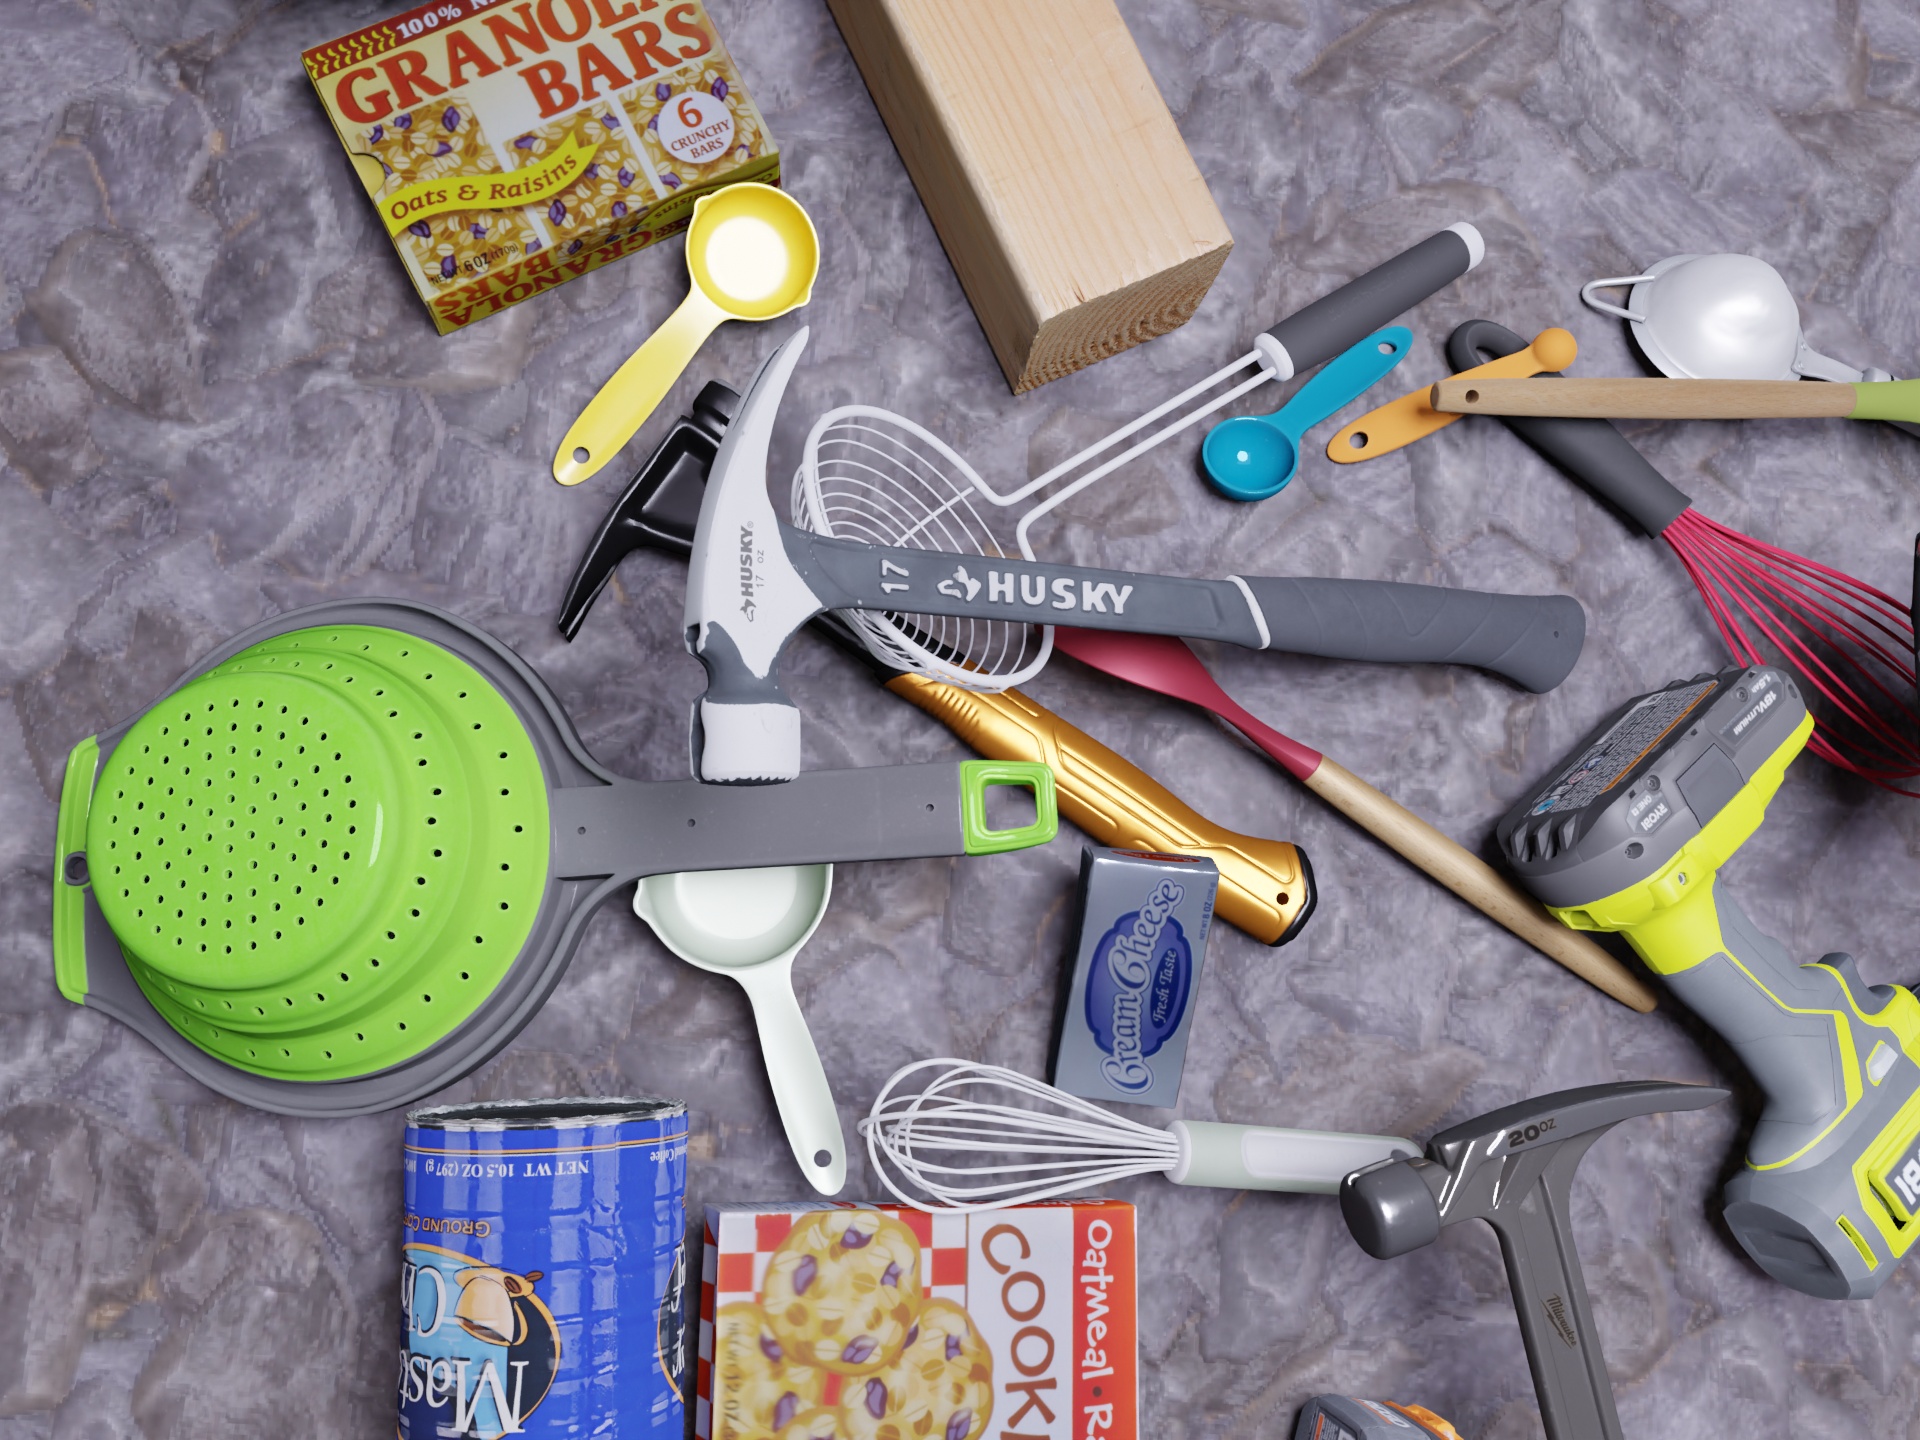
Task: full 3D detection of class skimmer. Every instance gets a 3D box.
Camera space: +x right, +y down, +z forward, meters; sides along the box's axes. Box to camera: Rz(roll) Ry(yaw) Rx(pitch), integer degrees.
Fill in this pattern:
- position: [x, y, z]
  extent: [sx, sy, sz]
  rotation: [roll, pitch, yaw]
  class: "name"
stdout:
- position: [0.094, -0.133, 0.650]
  extent: [0.363, 0.090, 0.127]
  rotation: [-32, 86, -17]
  class: "skimmer"

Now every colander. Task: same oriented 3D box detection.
- position: [-0.163, 0.038, 0.581]
  extent: [0.397, 0.094, 0.204]
  rotation: [-4, 79, 3]
  class: "colander"

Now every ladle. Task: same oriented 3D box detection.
- position: [0.169, 0.036, 0.674]
  extent: [0.315, 0.069, 0.031]
  rotation: [34, 108, -5]
  class: "ladle"
- position: [0.363, -0.138, 0.683]
  extent: [0.320, 0.062, 0.078]
  rotation: [0, 101, -5]
  class: "ladle"

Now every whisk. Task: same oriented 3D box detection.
- position: [0.078, 0.168, 0.624]
  extent: [0.246, 0.059, 0.058]
  rotation: [9, 63, -18]
  class: "whisk"
- position: [0.331, -0.076, 0.705]
  extent: [0.073, 0.073, 0.296]
  rotation: [-44, 81, -11]
  class: "whisk"

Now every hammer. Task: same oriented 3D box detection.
- position: [-0.001, -0.002, 0.667]
  extent: [0.337, 0.034, 0.127]
  rotation: [33, 78, 0]
  class: "hammer"
- position: [0.244, 0.314, 0.561]
  extent: [0.149, 0.037, 0.359]
  rotation: [-12, 86, -15]
  class: "hammer"
- position: [0.092, -0.047, 0.605]
  extent: [0.408, 0.036, 0.149]
  rotation: [2, 84, -30]
  class: "hammer"

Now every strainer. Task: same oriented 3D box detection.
- position: [0.415, -0.159, 0.734]
  extent: [0.258, 0.050, 0.087]
  rotation: [23, 65, -5]
  class: "strainer"

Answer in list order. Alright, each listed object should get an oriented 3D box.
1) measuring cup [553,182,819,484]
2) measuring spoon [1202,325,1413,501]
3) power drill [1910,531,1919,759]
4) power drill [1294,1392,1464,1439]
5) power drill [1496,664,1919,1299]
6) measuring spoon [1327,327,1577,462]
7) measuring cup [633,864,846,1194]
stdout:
- position: [-0.123, -0.164, 0.688]
  extent: [0.062, 0.029, 0.156]
  rotation: [40, 92, -16]
  class: "measuring cup"
- position: [0.159, -0.138, 0.717]
  extent: [0.128, 0.021, 0.042]
  rotation: [-39, 69, -19]
  class: "measuring spoon"
- position: [0.449, 0.004, 0.636]
  extent: [0.219, 0.078, 0.143]
  rotation: [8, 78, -39]
  class: "power drill"
- position: [0.234, 0.362, 0.611]
  extent: [0.226, 0.084, 0.164]
  rotation: [16, 79, -7]
  class: "power drill"
- position: [0.351, 0.093, 0.662]
  extent: [0.190, 0.080, 0.228]
  rotation: [-38, 92, -19]
  class: "power drill"
- position: [0.218, -0.144, 0.707]
  extent: [0.117, 0.011, 0.021]
  rotation: [-25, 77, 9]
  class: "measuring spoon"
- position: [-0.077, 0.107, 0.641]
  extent: [0.083, 0.038, 0.167]
  rotation: [-17, 85, -8]
  class: "measuring cup"
